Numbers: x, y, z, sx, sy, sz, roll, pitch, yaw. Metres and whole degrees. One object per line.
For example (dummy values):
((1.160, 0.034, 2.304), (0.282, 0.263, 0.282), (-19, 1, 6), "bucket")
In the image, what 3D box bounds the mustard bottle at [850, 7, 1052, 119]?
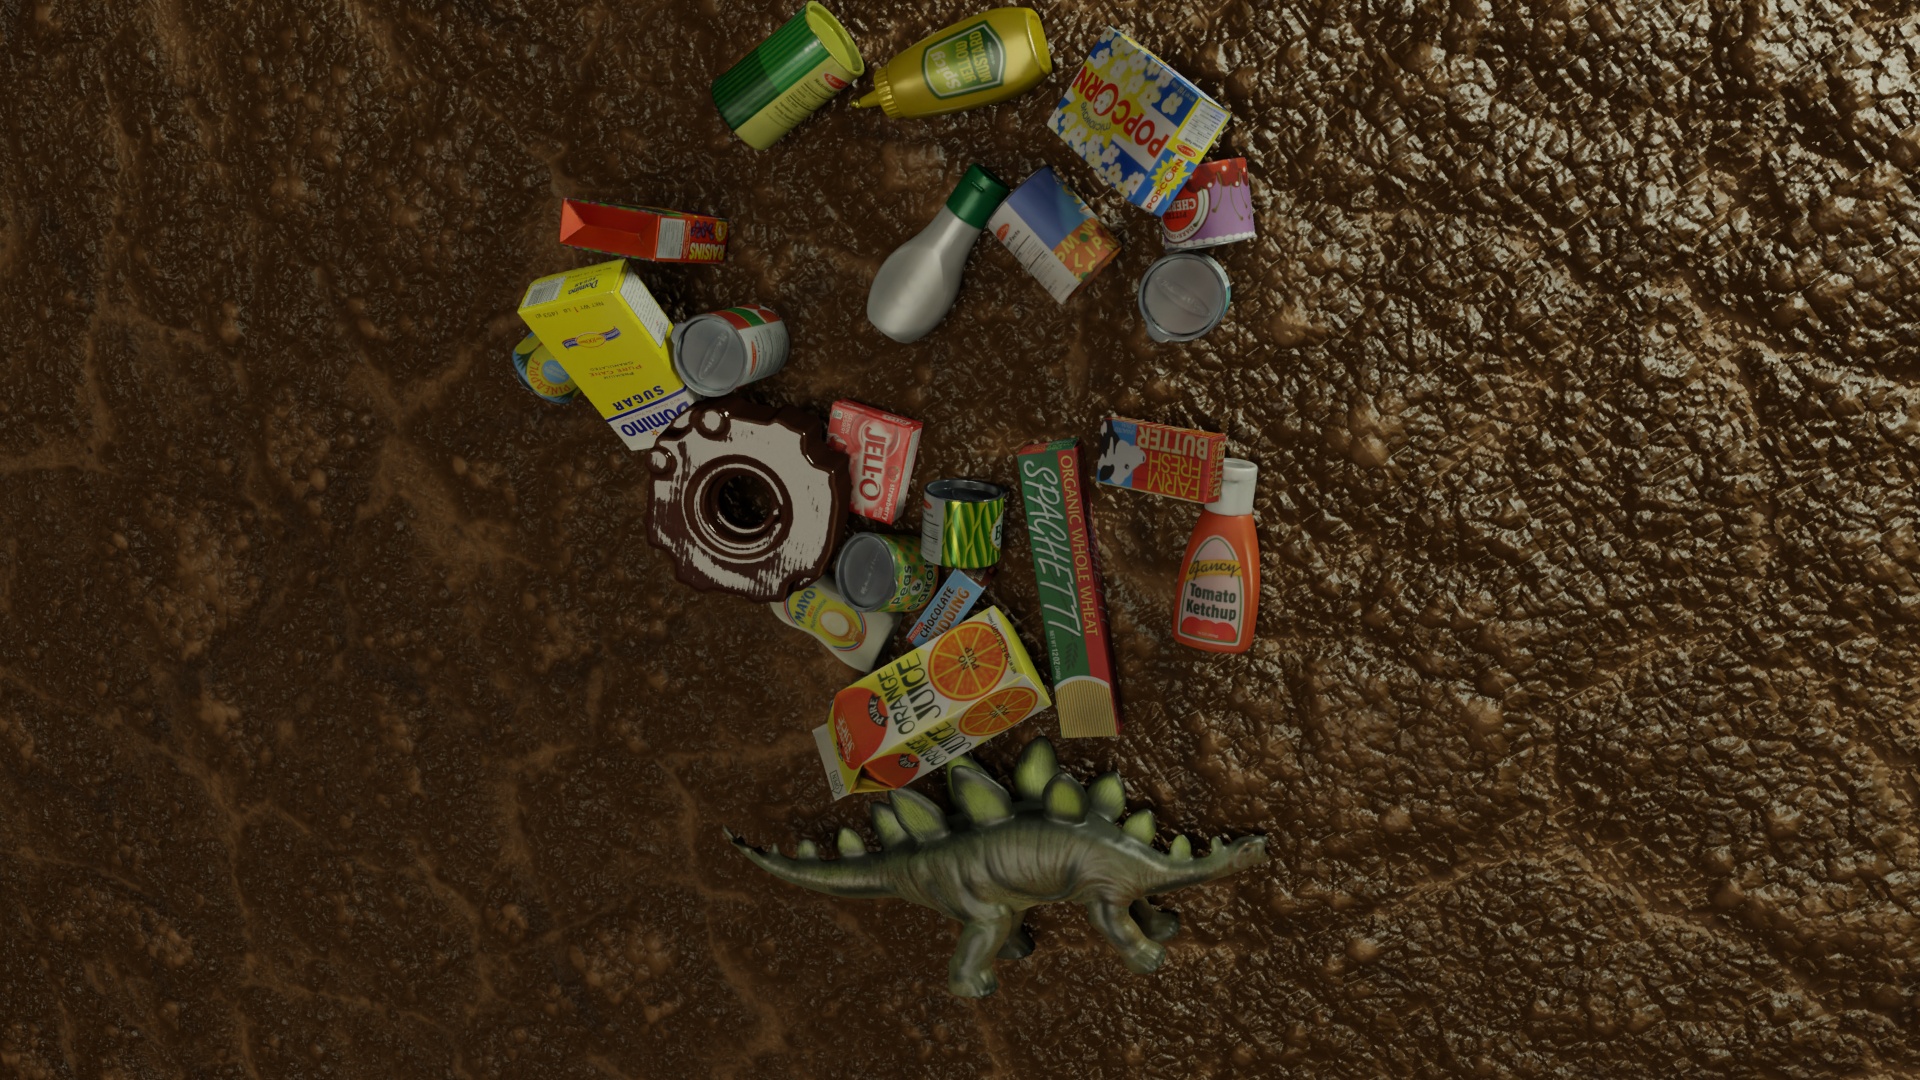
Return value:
((-0.013, -0.352, 1.052), (0.160, 0.049, 0.065), (-13, 99, 21), "mustard bottle")

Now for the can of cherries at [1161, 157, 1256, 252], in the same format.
((0.176, -0.243, 1.007), (0.071, 0.072, 0.058), (-5, 103, 20), "can of cherries")

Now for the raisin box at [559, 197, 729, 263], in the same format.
((-0.252, -0.249, 1.119), (0.086, 0.124, 0.040), (12, 103, 14), "raisin box")

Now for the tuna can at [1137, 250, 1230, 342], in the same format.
((0.168, -0.183, 1.047), (0.071, 0.033, 0.071), (5, 106, 17), "tuna can")

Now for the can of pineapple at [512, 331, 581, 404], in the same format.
((-0.345, -0.160, 1.206), (0.057, 0.071, 0.071), (-36, 91, 24), "can of pineapple")

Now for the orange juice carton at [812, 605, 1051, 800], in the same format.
((-0.031, 0.139, 1.141), (0.192, 0.073, 0.072), (-30, 56, 6), "orange juice carton")

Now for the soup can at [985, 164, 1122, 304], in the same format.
((0.073, -0.232, 1.049), (0.084, 0.071, 0.071), (47, 114, 1), "soup can")

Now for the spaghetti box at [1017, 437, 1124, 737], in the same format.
((0.091, 0.042, 1.138), (0.050, 0.029, 0.249), (-5, 103, 19), "spaghetti box")

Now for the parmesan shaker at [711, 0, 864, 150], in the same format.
((-0.137, -0.361, 1.079), (0.103, 0.071, 0.071), (-30, 94, 24), "parmesan shaker")

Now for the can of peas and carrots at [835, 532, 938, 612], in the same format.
((-0.059, 0.028, 1.155), (0.071, 0.059, 0.071), (-2, 87, 39), "can of peas and carrots")

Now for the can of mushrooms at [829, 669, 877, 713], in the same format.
((-0.077, 0.149, 1.221), (0.071, 0.033, 0.070), (5, 107, 17), "can of mushrooms")

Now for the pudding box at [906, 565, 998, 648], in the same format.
((-0.007, 0.054, 1.163), (0.030, 0.050, 0.083), (38, 113, 4), "pudding box")

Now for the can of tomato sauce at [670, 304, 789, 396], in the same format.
((-0.189, -0.159, 1.146), (0.071, 0.083, 0.071), (5, 106, 17), "can of tomato sauce")

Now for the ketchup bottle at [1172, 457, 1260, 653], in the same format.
((0.204, 0.011, 1.084), (0.065, 0.044, 0.148), (11, 107, 22), "ketchup bottle")

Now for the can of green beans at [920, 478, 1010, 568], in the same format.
((0.002, -0.014, 1.132), (0.071, 0.071, 0.057), (9, 108, 16), "can of green beans")

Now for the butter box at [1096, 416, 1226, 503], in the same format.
((0.154, -0.062, 1.068), (0.103, 0.024, 0.053), (14, 106, 40), "butter box")

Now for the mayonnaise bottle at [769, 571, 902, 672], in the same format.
((-0.127, 0.054, 1.207), (0.148, 0.041, 0.064), (29, 108, 9), "mayonnaise bottle")

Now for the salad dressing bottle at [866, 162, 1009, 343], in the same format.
((-0.017, -0.225, 1.092), (0.064, 0.044, 0.147), (40, 112, 6), "salad dressing bottle")

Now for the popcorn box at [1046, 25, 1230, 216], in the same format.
((0.124, -0.299, 0.989), (0.085, 0.038, 0.127), (-56, 44, 23), "popcorn box")
